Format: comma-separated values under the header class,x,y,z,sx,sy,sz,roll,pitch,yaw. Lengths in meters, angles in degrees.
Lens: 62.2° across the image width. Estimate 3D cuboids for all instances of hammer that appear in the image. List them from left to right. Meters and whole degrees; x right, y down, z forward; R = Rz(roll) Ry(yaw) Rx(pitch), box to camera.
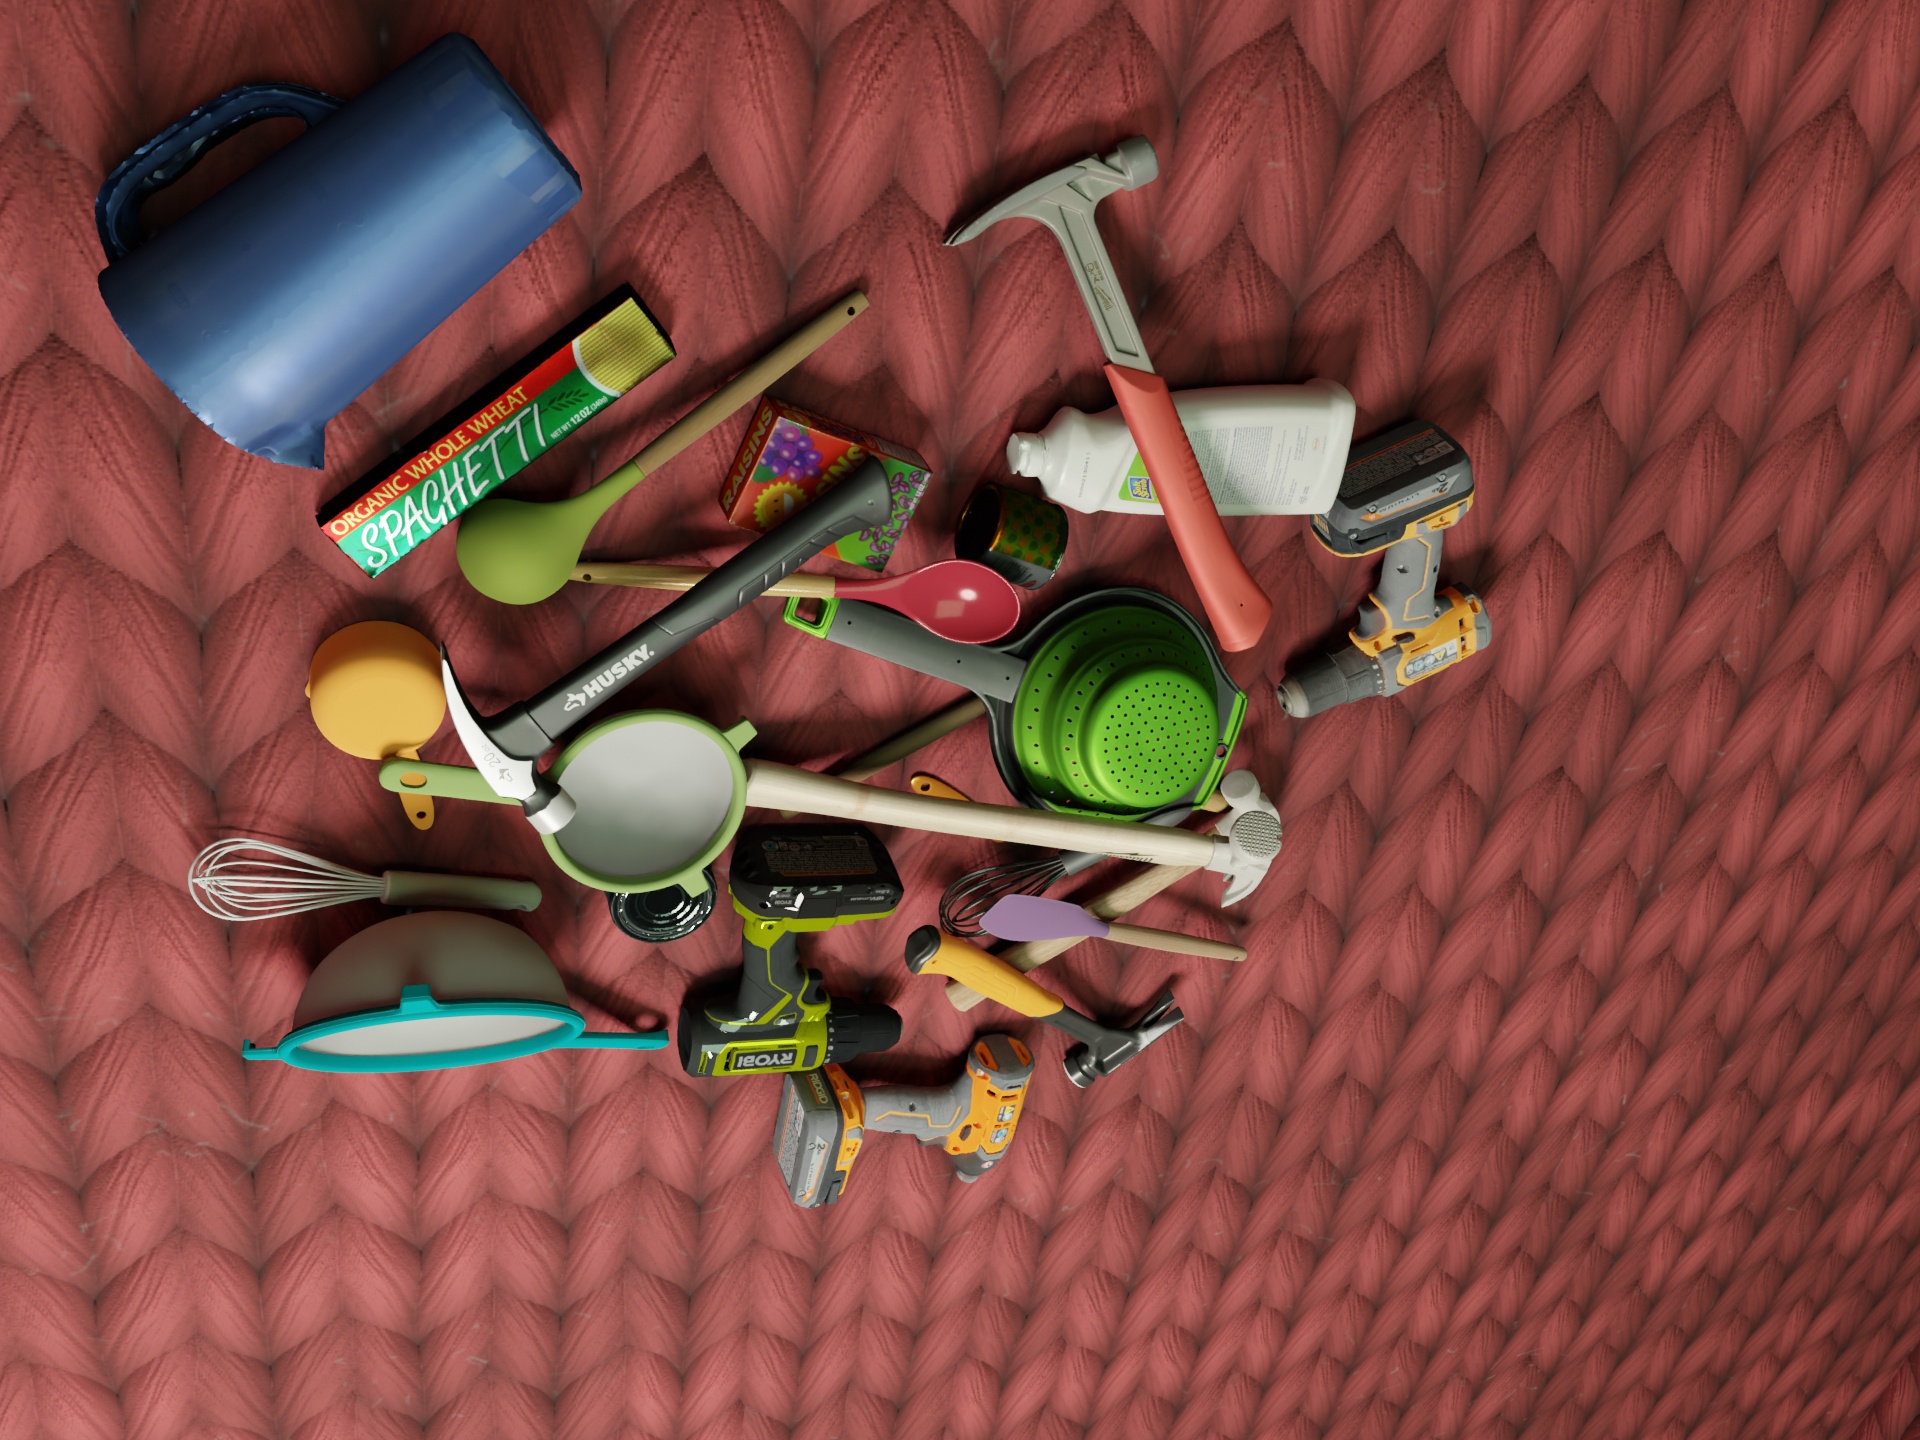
class,x,y,z,sx,sy,sz,roll,pitch,yaw
hammer,-0.187,-0.071,1.058,0.335,0.035,0.146,-35,121,-3
hammer,0.029,0.081,1.221,0.410,0.038,0.146,8,158,1
hammer,0.068,0.242,1.400,0.127,0.034,0.336,-39,138,16
hammer,0.134,0.163,1.403,0.331,0.031,0.129,-32,141,6
hammer,0.125,-0.204,1.099,0.149,0.037,0.358,-27,111,-4

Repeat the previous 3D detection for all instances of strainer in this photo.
class,x,y,z,sx,sy,sz,roll,pitch,yaw
strainer,-0.349,0.204,1.213,0.211,0.095,0.340,-20,159,29
strainer,-0.283,0.040,1.136,0.256,0.069,0.151,8,114,-27

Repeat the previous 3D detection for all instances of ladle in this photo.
class,x,y,z,sx,sy,sz,roll,pitch,yaw
ladle,-0.194,-0.186,1.048,0.320,0.062,0.078,-38,125,-3
ladle,-0.114,-0.093,1.111,0.315,0.031,0.069,3,126,-10

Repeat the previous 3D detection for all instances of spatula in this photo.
class,x,y,z,sx,sy,sz,roll,pitch,yaw
spatula,0.143,0.188,1.395,0.315,0.018,0.059,14,131,-37

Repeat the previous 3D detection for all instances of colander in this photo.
class,x,y,z,sx,sy,sz,roll,pitch,yaw
colander,0.060,-0.021,1.191,0.396,0.095,0.204,18,97,-22

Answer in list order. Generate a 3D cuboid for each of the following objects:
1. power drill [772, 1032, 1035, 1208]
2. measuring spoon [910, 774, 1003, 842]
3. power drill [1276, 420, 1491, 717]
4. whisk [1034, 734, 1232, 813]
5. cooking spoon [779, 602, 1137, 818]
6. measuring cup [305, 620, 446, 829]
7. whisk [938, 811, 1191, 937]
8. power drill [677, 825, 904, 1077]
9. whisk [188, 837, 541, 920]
class,x,y,z,sx,sy,sz,roll,pitch,yaw
power drill,-0.051,0.375,1.456,0.226,0.084,0.164,-3,124,-25
measuring spoon,0.002,0.074,1.314,0.116,0.011,0.021,33,106,-36
power drill,0.332,-0.108,1.286,0.185,0.084,0.226,-24,133,-3
whisk,0.140,0.044,1.335,0.244,0.047,0.051,14,128,-34
cooking spoon,-0.002,-0.004,1.256,0.319,0.017,0.068,-29,122,-2
measuring cup,-0.387,0.018,1.091,0.095,0.052,0.173,-14,124,-13
whisk,0.088,0.119,1.342,0.239,0.055,0.055,-26,128,3
power drill,-0.122,0.199,1.310,0.190,0.080,0.228,1,124,-23
whisk,-0.425,0.121,1.152,0.246,0.059,0.058,8,157,-31
